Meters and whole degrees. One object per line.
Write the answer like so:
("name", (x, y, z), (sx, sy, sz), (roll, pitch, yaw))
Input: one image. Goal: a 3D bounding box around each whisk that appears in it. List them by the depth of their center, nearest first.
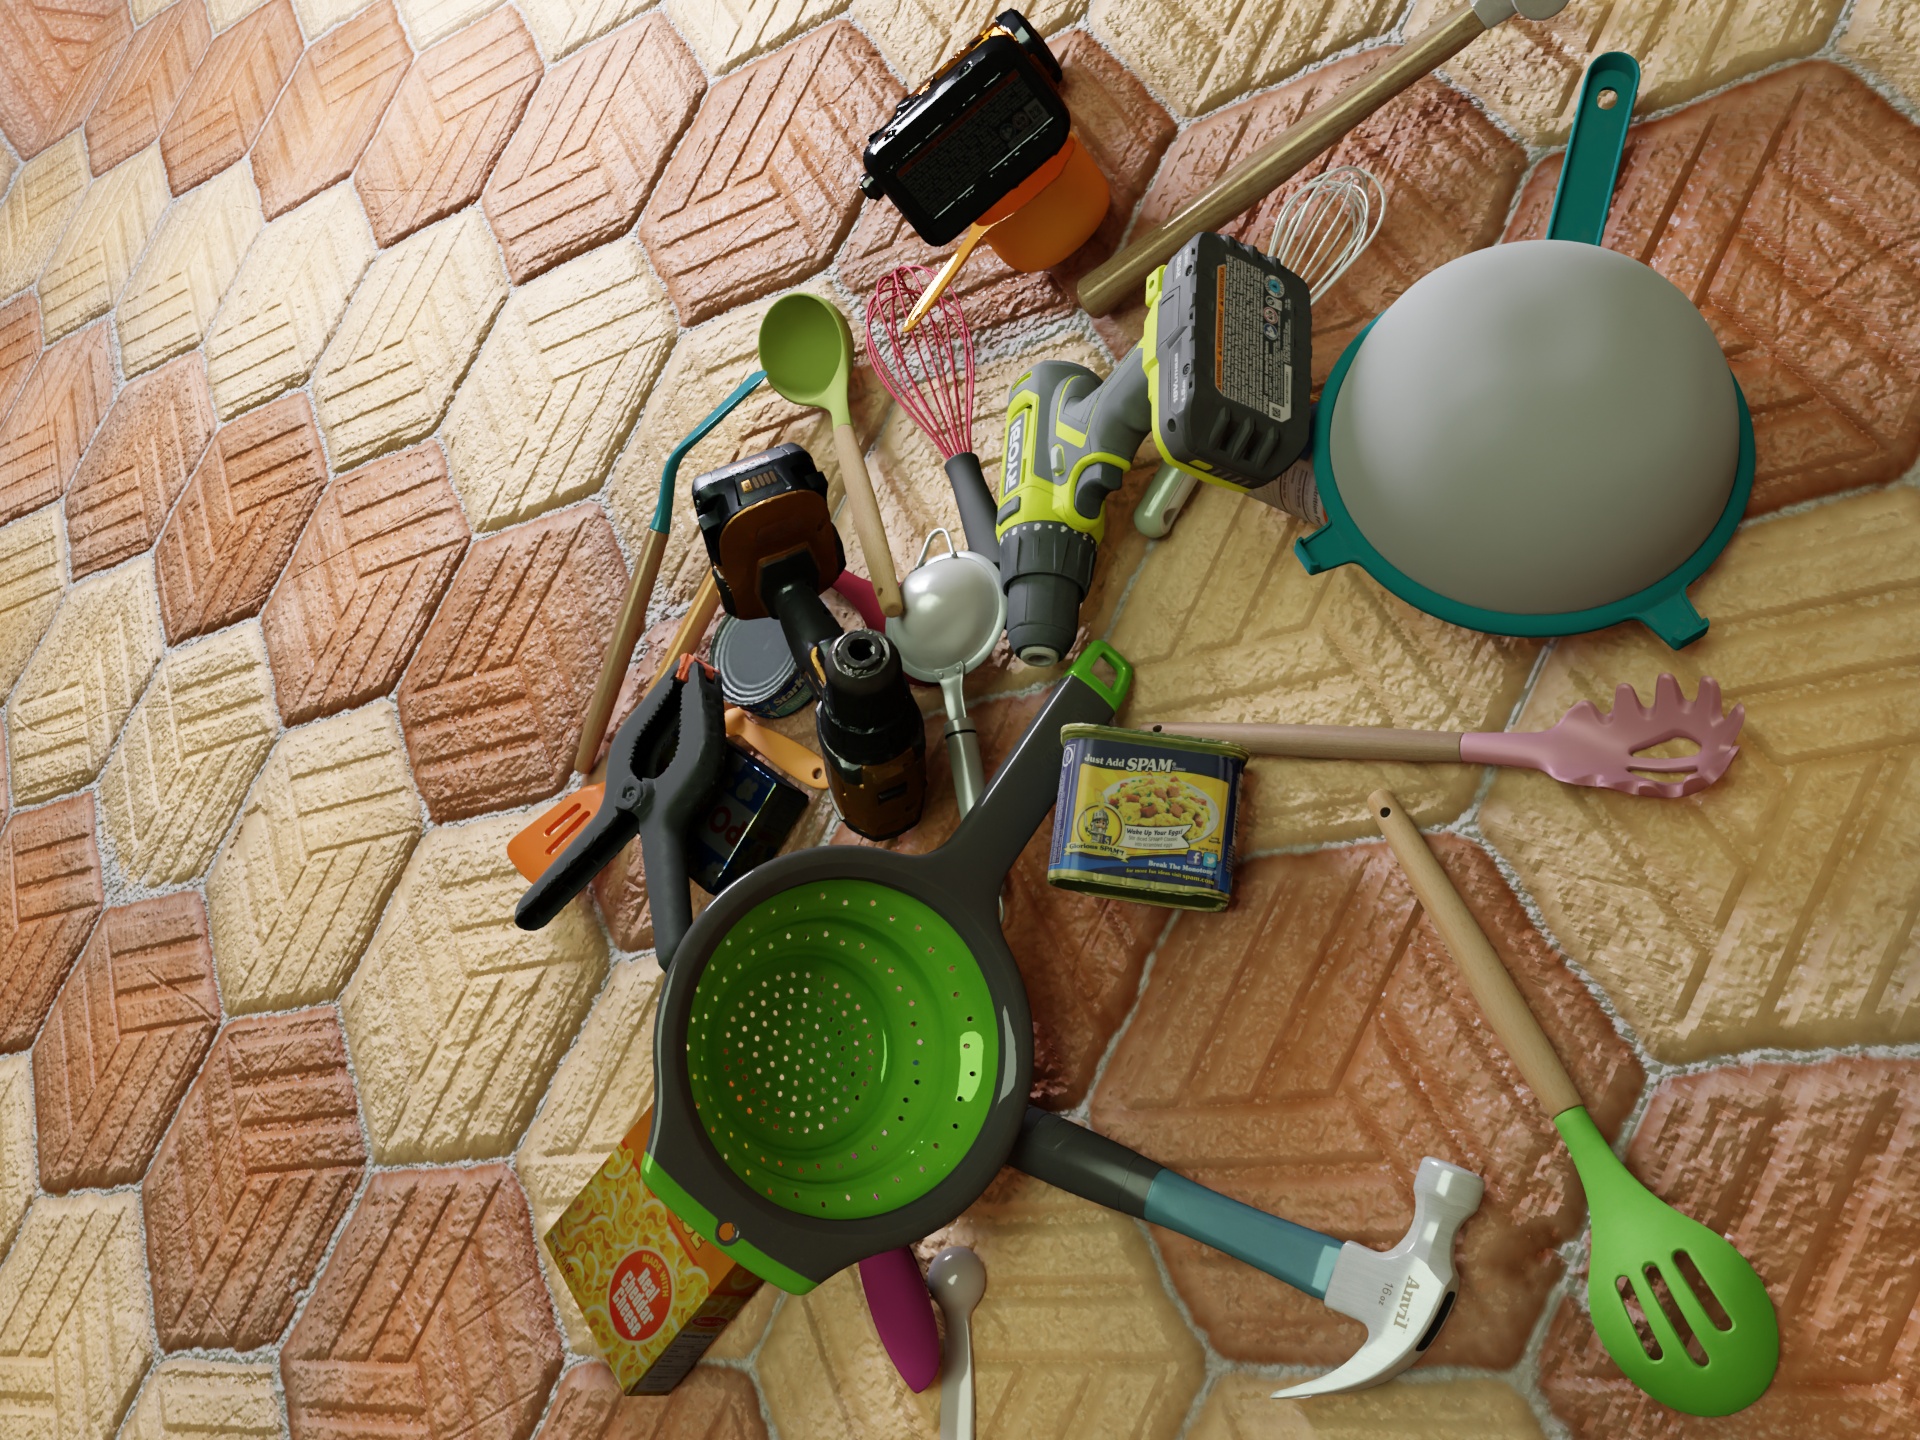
("whisk", (0.172, -0.216, 0.936), (0.059, 0.057, 0.246), (33, 96, 31))
("whisk", (-0.005, -0.184, 1.039), (0.073, 0.073, 0.296), (-29, 63, 22))

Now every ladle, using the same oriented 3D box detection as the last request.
("ladle", (-0.083, -0.179, 1.051), (0.078, 0.062, 0.321), (-52, 36, 31))
("ladle", (-0.099, -0.109, 1.090), (0.316, 0.031, 0.069), (35, 89, 40))

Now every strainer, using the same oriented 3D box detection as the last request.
("strainer", (0.296, -0.211, 0.778), (0.211, 0.095, 0.340), (14, 74, 15))
("strainer", (-0.002, -0.003, 0.953), (0.087, 0.050, 0.259), (-18, 73, 25))

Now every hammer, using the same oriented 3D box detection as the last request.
("hammer", (0.089, 0.236, 0.812), (0.331, 0.033, 0.128), (13, 78, 38))
("hammer", (0.205, -0.346, 0.949), (0.331, 0.031, 0.130), (-31, 20, 30))

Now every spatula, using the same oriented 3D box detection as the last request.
("spatula", (-0.216, -0.026, 1.116), (0.081, 0.041, 0.322), (31, 95, 39))
("spatula", (-0.214, -0.108, 1.146), (0.082, 0.044, 0.317), (-144, 73, -70))

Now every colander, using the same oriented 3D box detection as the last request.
("colander", (-0.027, 0.113, 0.875), (0.397, 0.204, 0.094), (-54, 11, -26))

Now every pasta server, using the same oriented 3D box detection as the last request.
("pasta server", (0.227, 0.009, 0.809), (0.316, 0.040, 0.060), (2, 60, 36))

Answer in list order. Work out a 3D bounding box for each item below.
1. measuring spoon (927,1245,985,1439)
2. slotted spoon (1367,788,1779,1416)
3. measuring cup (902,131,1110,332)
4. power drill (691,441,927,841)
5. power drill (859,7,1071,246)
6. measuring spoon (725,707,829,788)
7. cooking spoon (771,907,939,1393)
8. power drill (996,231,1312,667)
("measuring spoon", (-0.005, 0.343, 0.841), (0.034, 0.018, 0.124), (-13, 65, 30))
("slotted spoon", (0.263, 0.158, 0.730), (0.070, 0.031, 0.314), (-35, 54, 18))
("measuring cup", (0.030, -0.305, 1.044), (0.173, 0.052, 0.095), (-53, 31, -7))
("power drill", (-0.085, -0.058, 0.943), (0.084, 0.185, 0.226), (-22, 65, -11))
("power drill", (-0.006, -0.391, 1.062), (0.164, 0.084, 0.227), (-36, 23, 18))
("measuring spoon", (-0.124, 0.018, 1.062), (0.117, 0.011, 0.021), (29, 88, 39))
("cooking spoon", (-0.067, 0.229, 0.927), (0.068, 0.017, 0.319), (-60, 41, 41))
("power drill", (0.093, -0.147, 0.894), (0.228, 0.080, 0.191), (-32, 47, 56))
